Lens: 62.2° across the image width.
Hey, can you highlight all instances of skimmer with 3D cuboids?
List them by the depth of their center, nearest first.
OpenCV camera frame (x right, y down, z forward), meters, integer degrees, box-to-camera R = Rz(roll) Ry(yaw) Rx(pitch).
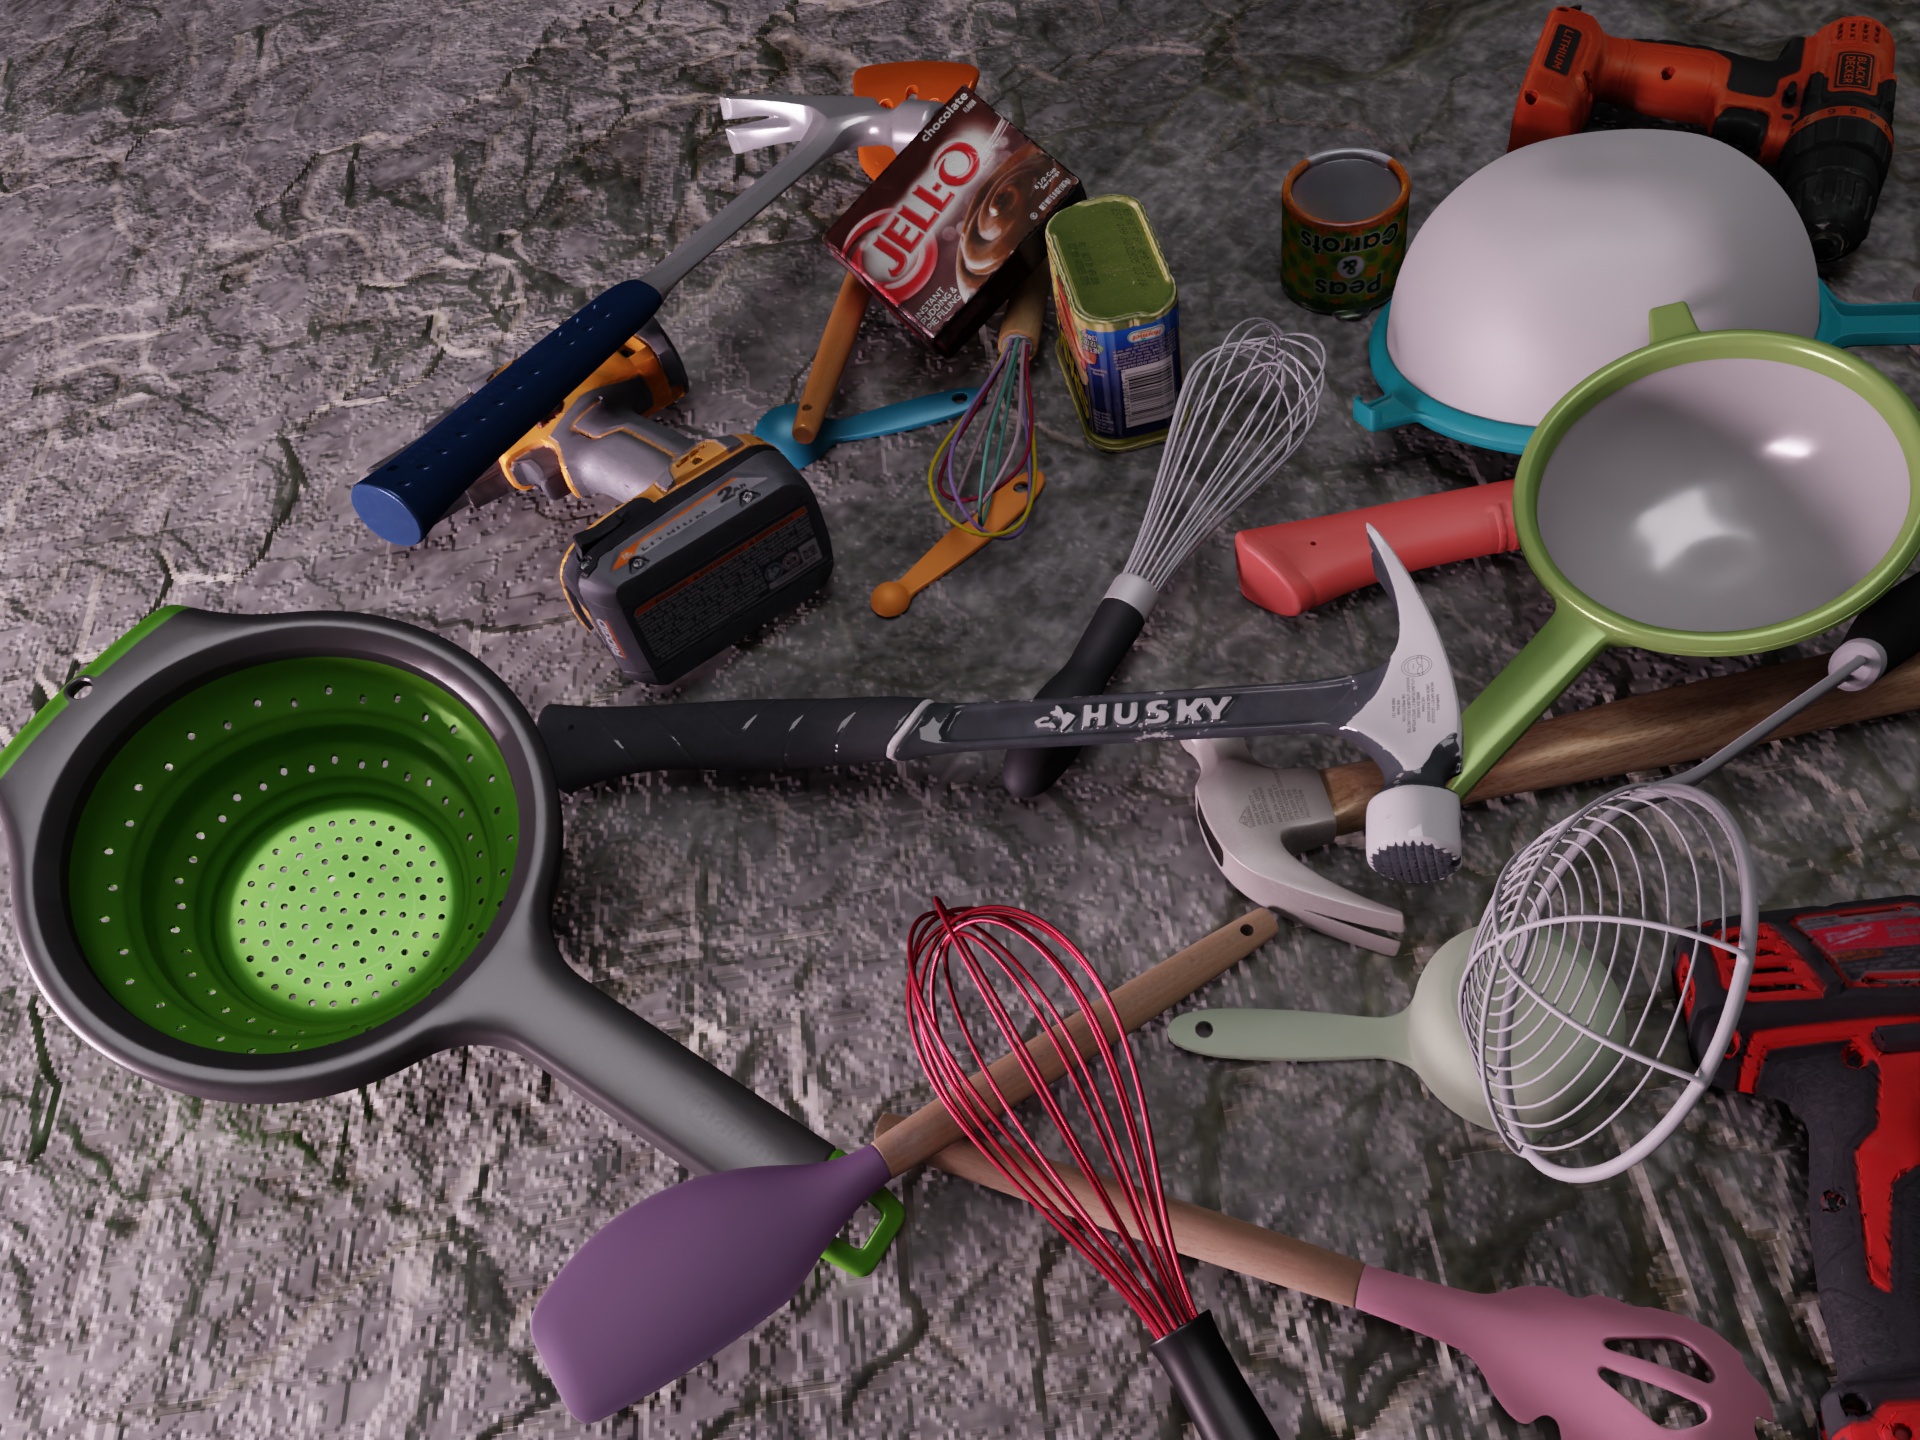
[{"bbox_3d":[0.304,0.027,0.560,0.363,0.127,0.090,-27,73,-29],"label":"skimmer"}]

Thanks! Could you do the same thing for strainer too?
[{"bbox_3d":[0.269,-0.041,0.642,0.256,0.069,0.152,-46,54,-2],"label":"strainer"},{"bbox_3d":[0.355,-0.212,0.717,0.340,0.095,0.211,7,45,27],"label":"strainer"}]

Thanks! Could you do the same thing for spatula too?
[{"bbox_3d":[-0.009,0.148,0.589,0.316,0.018,0.060,-27,64,-19],"label":"spatula"},{"bbox_3d":[-0.053,-0.274,0.904,0.081,0.041,0.323,4,51,11],"label":"spatula"}]

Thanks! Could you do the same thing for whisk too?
[{"bbox_3d":[0.063,0.183,0.527,0.073,0.073,0.296,-27,68,-9],"label":"whisk"},{"bbox_3d":[0.094,-0.080,0.738,0.070,0.070,0.285,22,66,24],"label":"whisk"},{"bbox_3d":[0.024,-0.183,0.827,0.047,0.051,0.245,-1,49,14],"label":"whisk"}]

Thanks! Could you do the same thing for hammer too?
[{"bbox_3d":[0.262,0.011,0.653,0.331,0.031,0.130,-13,53,1],"label":"hammer"},{"bbox_3d":[-0.001,-0.002,0.675,0.409,0.036,0.149,-3,58,19],"label":"hammer"},{"bbox_3d":[0.304,-0.112,0.731,0.359,0.036,0.149,-11,53,2],"label":"hammer"},{"bbox_3d":[-0.162,-0.226,0.822,0.144,0.035,0.406,16,50,27],"label":"hammer"}]

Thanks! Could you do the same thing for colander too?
[{"bbox_3d":[-0.197,0.106,0.648,0.397,0.094,0.204,32,64,9],"label":"colander"}]

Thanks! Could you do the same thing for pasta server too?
[{"bbox_3d":[0.113,0.192,0.556,0.316,0.040,0.060,12,58,23],"label":"pasta server"}]

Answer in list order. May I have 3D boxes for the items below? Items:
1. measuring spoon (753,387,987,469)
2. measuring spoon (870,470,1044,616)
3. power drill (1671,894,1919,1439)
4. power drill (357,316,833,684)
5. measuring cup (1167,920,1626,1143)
[{"bbox_3d":[-0.050,-0.164,0.843,0.128,0.021,0.042,-13,53,2],"label":"measuring spoon"},{"bbox_3d":[0.000,-0.091,0.788,0.117,0.011,0.021,-42,58,-19],"label":"measuring spoon"},{"bbox_3d":[0.325,0.154,0.505,0.143,0.078,0.220,-9,50,15],"label":"power drill"},{"bbox_3d":[-0.191,-0.112,0.799,0.185,0.084,0.226,-34,51,-14],"label":"power drill"},{"bbox_3d":[0.161,0.111,0.594,0.167,0.038,0.083,-1,54,8],"label":"measuring cup"}]
